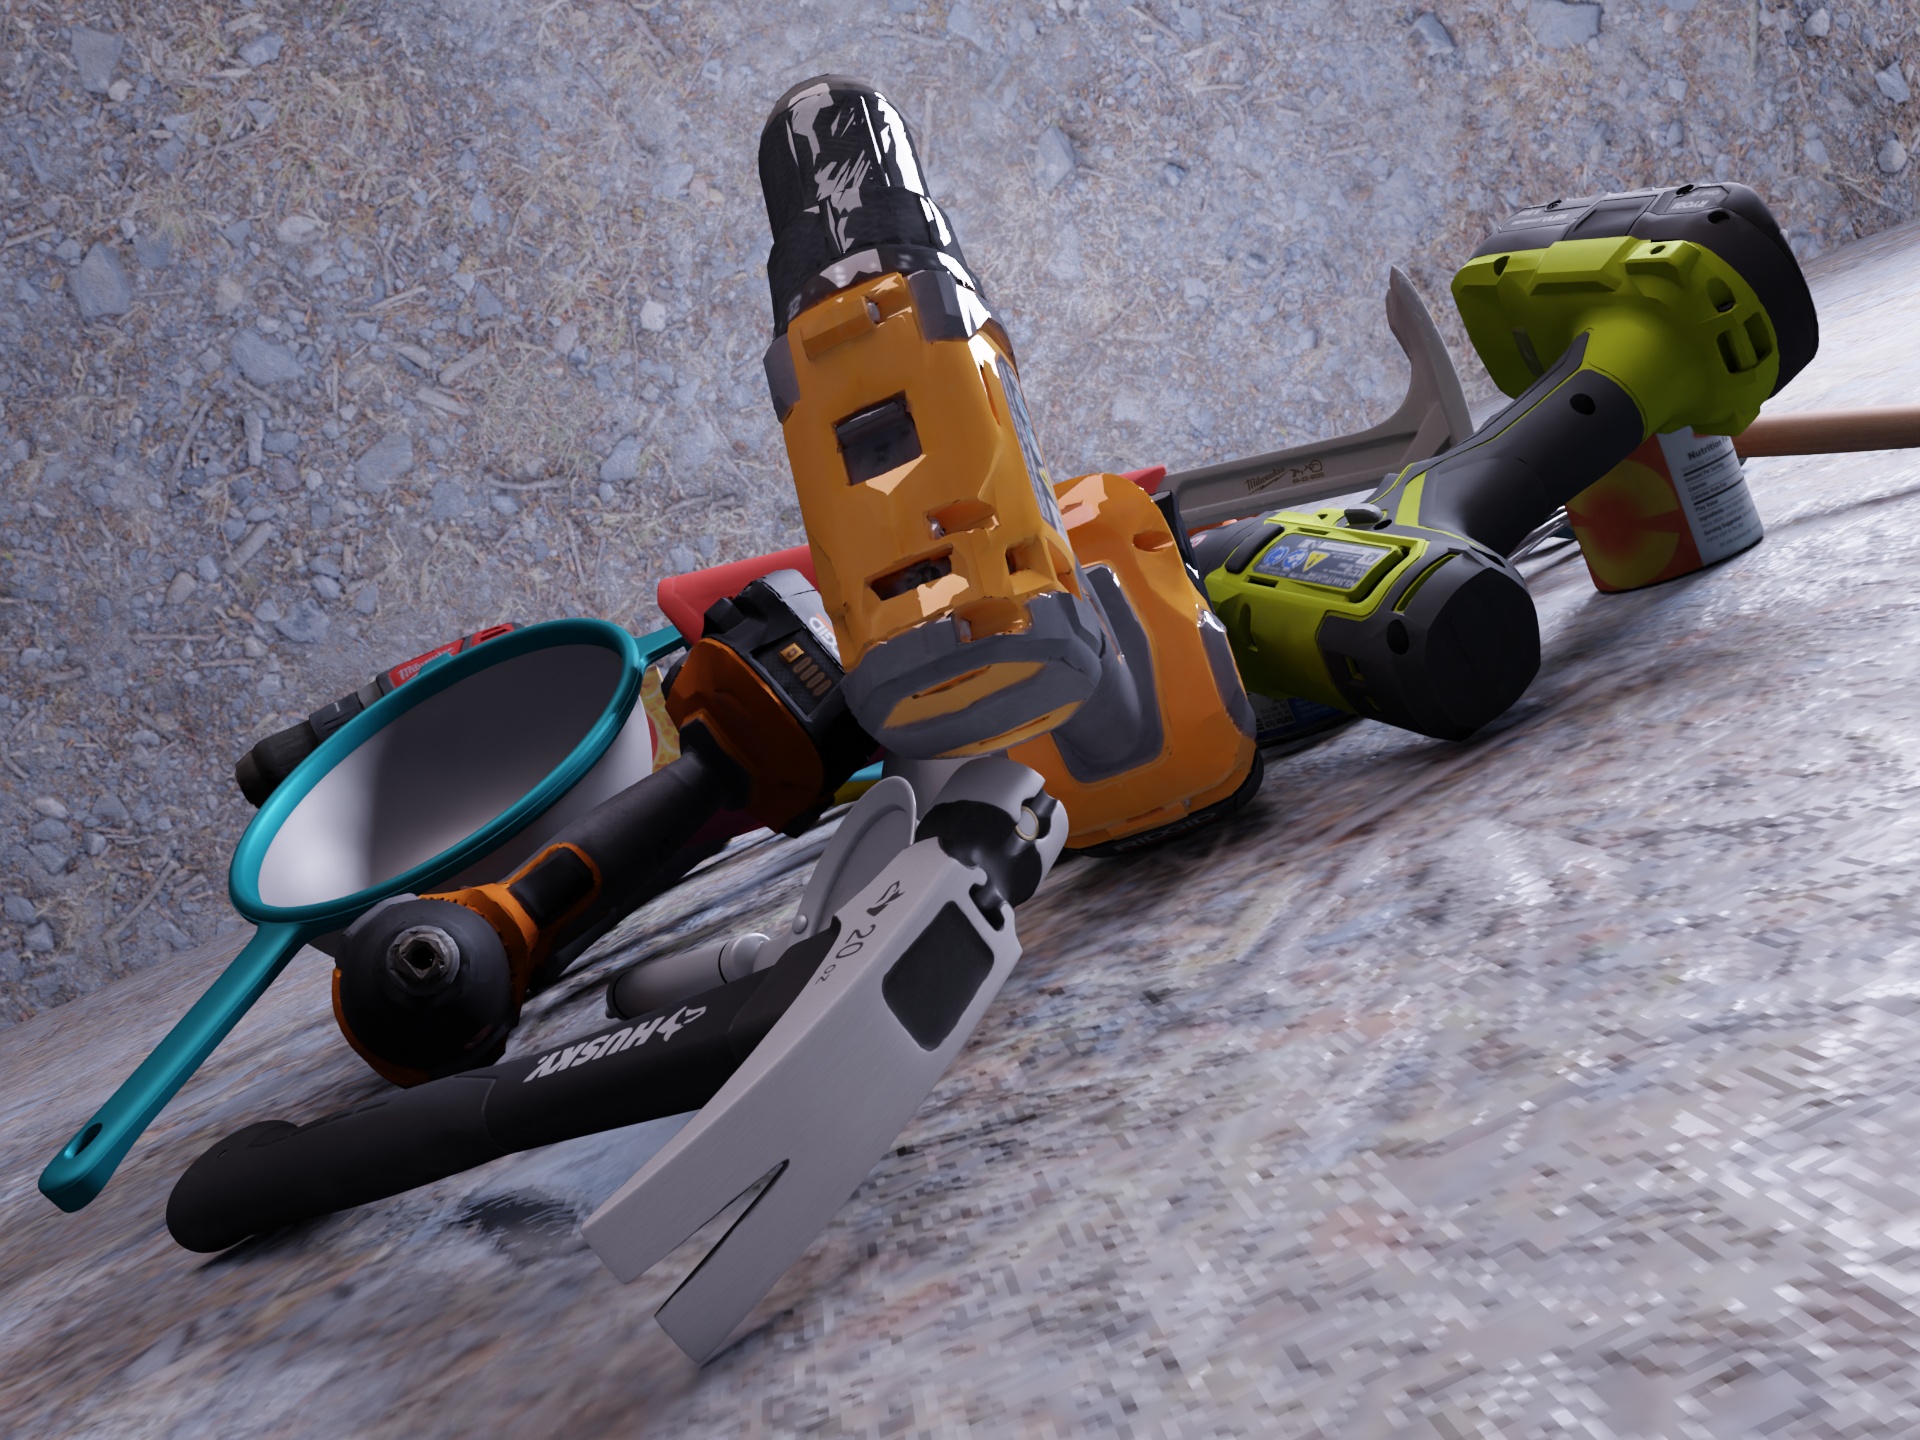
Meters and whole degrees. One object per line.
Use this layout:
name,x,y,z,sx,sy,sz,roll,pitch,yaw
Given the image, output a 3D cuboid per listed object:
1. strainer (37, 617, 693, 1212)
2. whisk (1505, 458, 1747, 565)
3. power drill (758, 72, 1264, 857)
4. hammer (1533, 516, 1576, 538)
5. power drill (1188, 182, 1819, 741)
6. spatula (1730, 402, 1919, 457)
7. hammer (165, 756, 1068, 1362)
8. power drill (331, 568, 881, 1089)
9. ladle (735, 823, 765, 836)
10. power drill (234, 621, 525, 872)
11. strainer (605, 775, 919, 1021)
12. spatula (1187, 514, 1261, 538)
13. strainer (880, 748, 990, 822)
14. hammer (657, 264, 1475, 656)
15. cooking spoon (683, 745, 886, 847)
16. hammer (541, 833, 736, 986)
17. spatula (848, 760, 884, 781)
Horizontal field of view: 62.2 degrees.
strainer,-0.249,0.091,0.708,0.211,0.095,0.340,-4,38,34
whisk,0.291,-0.102,0.771,0.246,0.059,0.058,-20,16,-21
power drill,0.013,-0.062,0.466,0.084,0.185,0.226,-21,-22,15
hammer,0.192,-0.082,0.905,0.331,0.033,0.128,-14,35,35
power drill,0.181,-0.094,0.579,0.223,0.080,0.171,-43,27,-13
spatula,0.321,-0.120,0.681,0.059,0.018,0.316,-14,12,-27
hammer,-0.126,0.107,0.419,0.335,0.035,0.146,-24,19,37
power drill,-0.128,0.044,0.584,0.226,0.084,0.164,-41,-1,-22
ladle,-0.091,0.047,0.985,0.315,0.031,0.069,-24,7,-25
power drill,-0.298,0.046,0.901,0.188,0.080,0.227,-26,46,-17
strainer,-0.063,0.077,0.519,0.258,0.050,0.087,-24,46,52
spatula,0.144,-0.115,0.875,0.081,0.041,0.323,-42,4,19
strainer,0.020,0.006,0.691,0.151,0.069,0.256,-24,4,-3
hammer,0.043,-0.094,0.701,0.359,0.149,0.036,-12,-21,4
cooking spoon,-0.001,-0.002,0.764,0.319,0.017,0.068,-22,-28,-12
hammer,-0.065,0.000,0.836,0.409,0.036,0.149,-38,11,-18
spatula,0.077,-0.037,0.831,0.317,0.044,0.082,-30,9,10
